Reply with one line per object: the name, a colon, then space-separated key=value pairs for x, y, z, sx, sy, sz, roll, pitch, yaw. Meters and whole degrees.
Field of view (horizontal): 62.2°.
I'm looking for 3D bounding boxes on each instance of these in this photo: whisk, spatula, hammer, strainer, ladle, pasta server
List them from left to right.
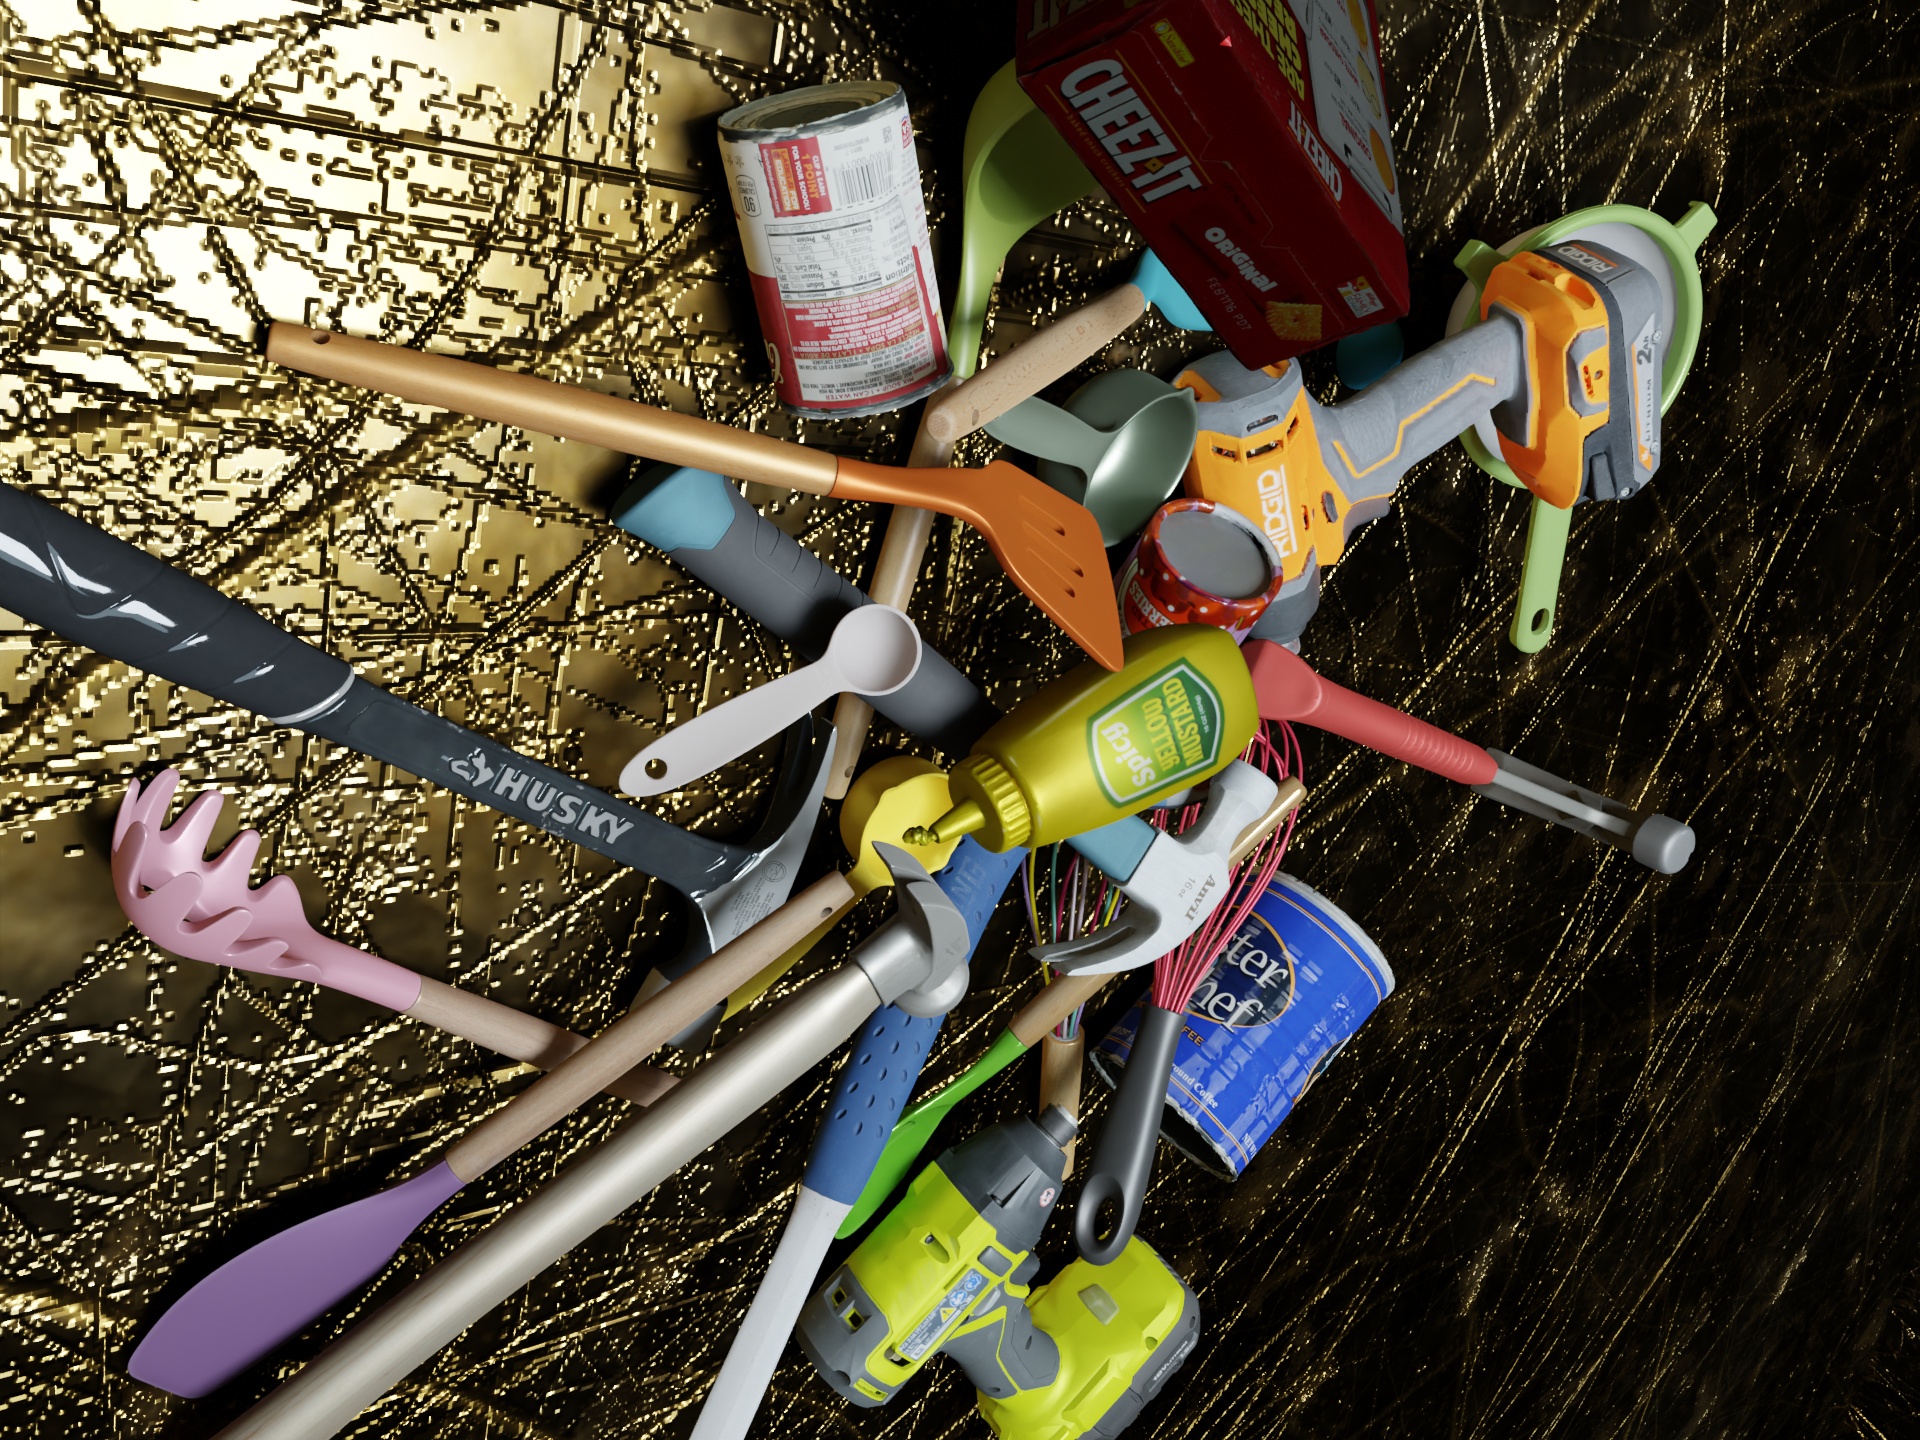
hammer: x=-0.198 y=-0.005 z=0.535 sx=0.408 sy=0.036 sz=0.149 roll=34 pitch=85 yaw=-45
pasta server: x=-0.183 y=0.106 z=0.601 sx=0.040 sy=0.060 sz=0.315 roll=-44 pitch=138 yaw=6
spatula: x=-0.172 y=0.154 z=0.608 sx=0.316 sy=0.018 sz=0.059 roll=-35 pitch=139 yaw=-8
hammer: x=-0.166 y=0.195 z=0.607 sx=0.410 sy=0.038 sz=0.146 roll=-37 pitch=159 yaw=-12
spatula: x=-0.072 y=-0.086 z=0.561 sx=0.322 sy=0.081 sz=0.041 roll=10 pitch=144 yaw=-25
hammer: x=-0.070 y=0.222 z=0.721 sx=0.035 sy=0.144 sz=0.405 roll=79 pitch=35 yaw=-82
ladle: x=-0.001 y=-0.111 z=0.644 sx=0.078 sy=0.062 sz=0.320 roll=-4 pitch=116 yaw=-55
hammer: x=-0.001 y=-0.002 z=0.654 sx=0.330 sy=0.033 sz=0.128 roll=38 pitch=81 yaw=-30
whisk: x=0.059 y=0.145 z=0.827 sx=0.047 sy=0.051 sz=0.244 roll=-23 pitch=127 yaw=-38
spatula: x=0.069 y=-0.163 z=0.639 sx=0.317 sy=0.044 sz=0.082 roll=-46 pitch=142 yaw=-52
whisk: x=0.110 y=0.128 z=0.805 sx=0.073 sy=0.073 sz=0.296 roll=28 pitch=76 yaw=-45
hammer: x=0.261 y=0.016 z=0.878 sx=0.358 sy=0.149 sz=0.036 roll=18 pitch=97 yaw=-40
strainer: x=0.316 y=-0.161 z=0.880 sx=0.151 sy=0.069 sz=0.256 roll=-14 pitch=124 yaw=-14

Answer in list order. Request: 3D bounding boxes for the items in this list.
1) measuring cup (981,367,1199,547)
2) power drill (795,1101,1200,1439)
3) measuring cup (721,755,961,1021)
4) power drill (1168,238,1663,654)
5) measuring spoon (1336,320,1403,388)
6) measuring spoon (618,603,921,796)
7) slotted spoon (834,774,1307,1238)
measuring cup: x=0.042 y=-0.120 z=0.661 sx=0.167 sy=0.038 sz=0.083 roll=6 pitch=119 yaw=-57
power drill: x=0.035 y=0.305 z=0.848 sx=0.171 sy=0.080 sz=0.223 roll=-46 pitch=133 yaw=-6
measuring cup: x=-0.063 y=0.075 z=0.703 sx=0.156 sy=0.029 sz=0.062 roll=-42 pitch=135 yaw=-6
power drill: x=0.219 y=-0.125 z=0.773 sx=0.226 sy=0.084 sz=0.164 roll=-21 pitch=126 yaw=-5
measuring spoon: x=0.203 y=-0.222 z=0.788 sx=0.042 sy=0.021 sz=0.128 roll=-36 pitch=131 yaw=-23
measuring spoon: x=-0.072 y=-0.006 z=0.592 sx=0.124 sy=0.018 sz=0.034 roll=-28 pitch=105 yaw=-1
slotted spoon: x=0.047 y=0.136 z=0.770 sx=0.314 sy=0.031 sz=0.070 roll=-43 pitch=157 yaw=3
